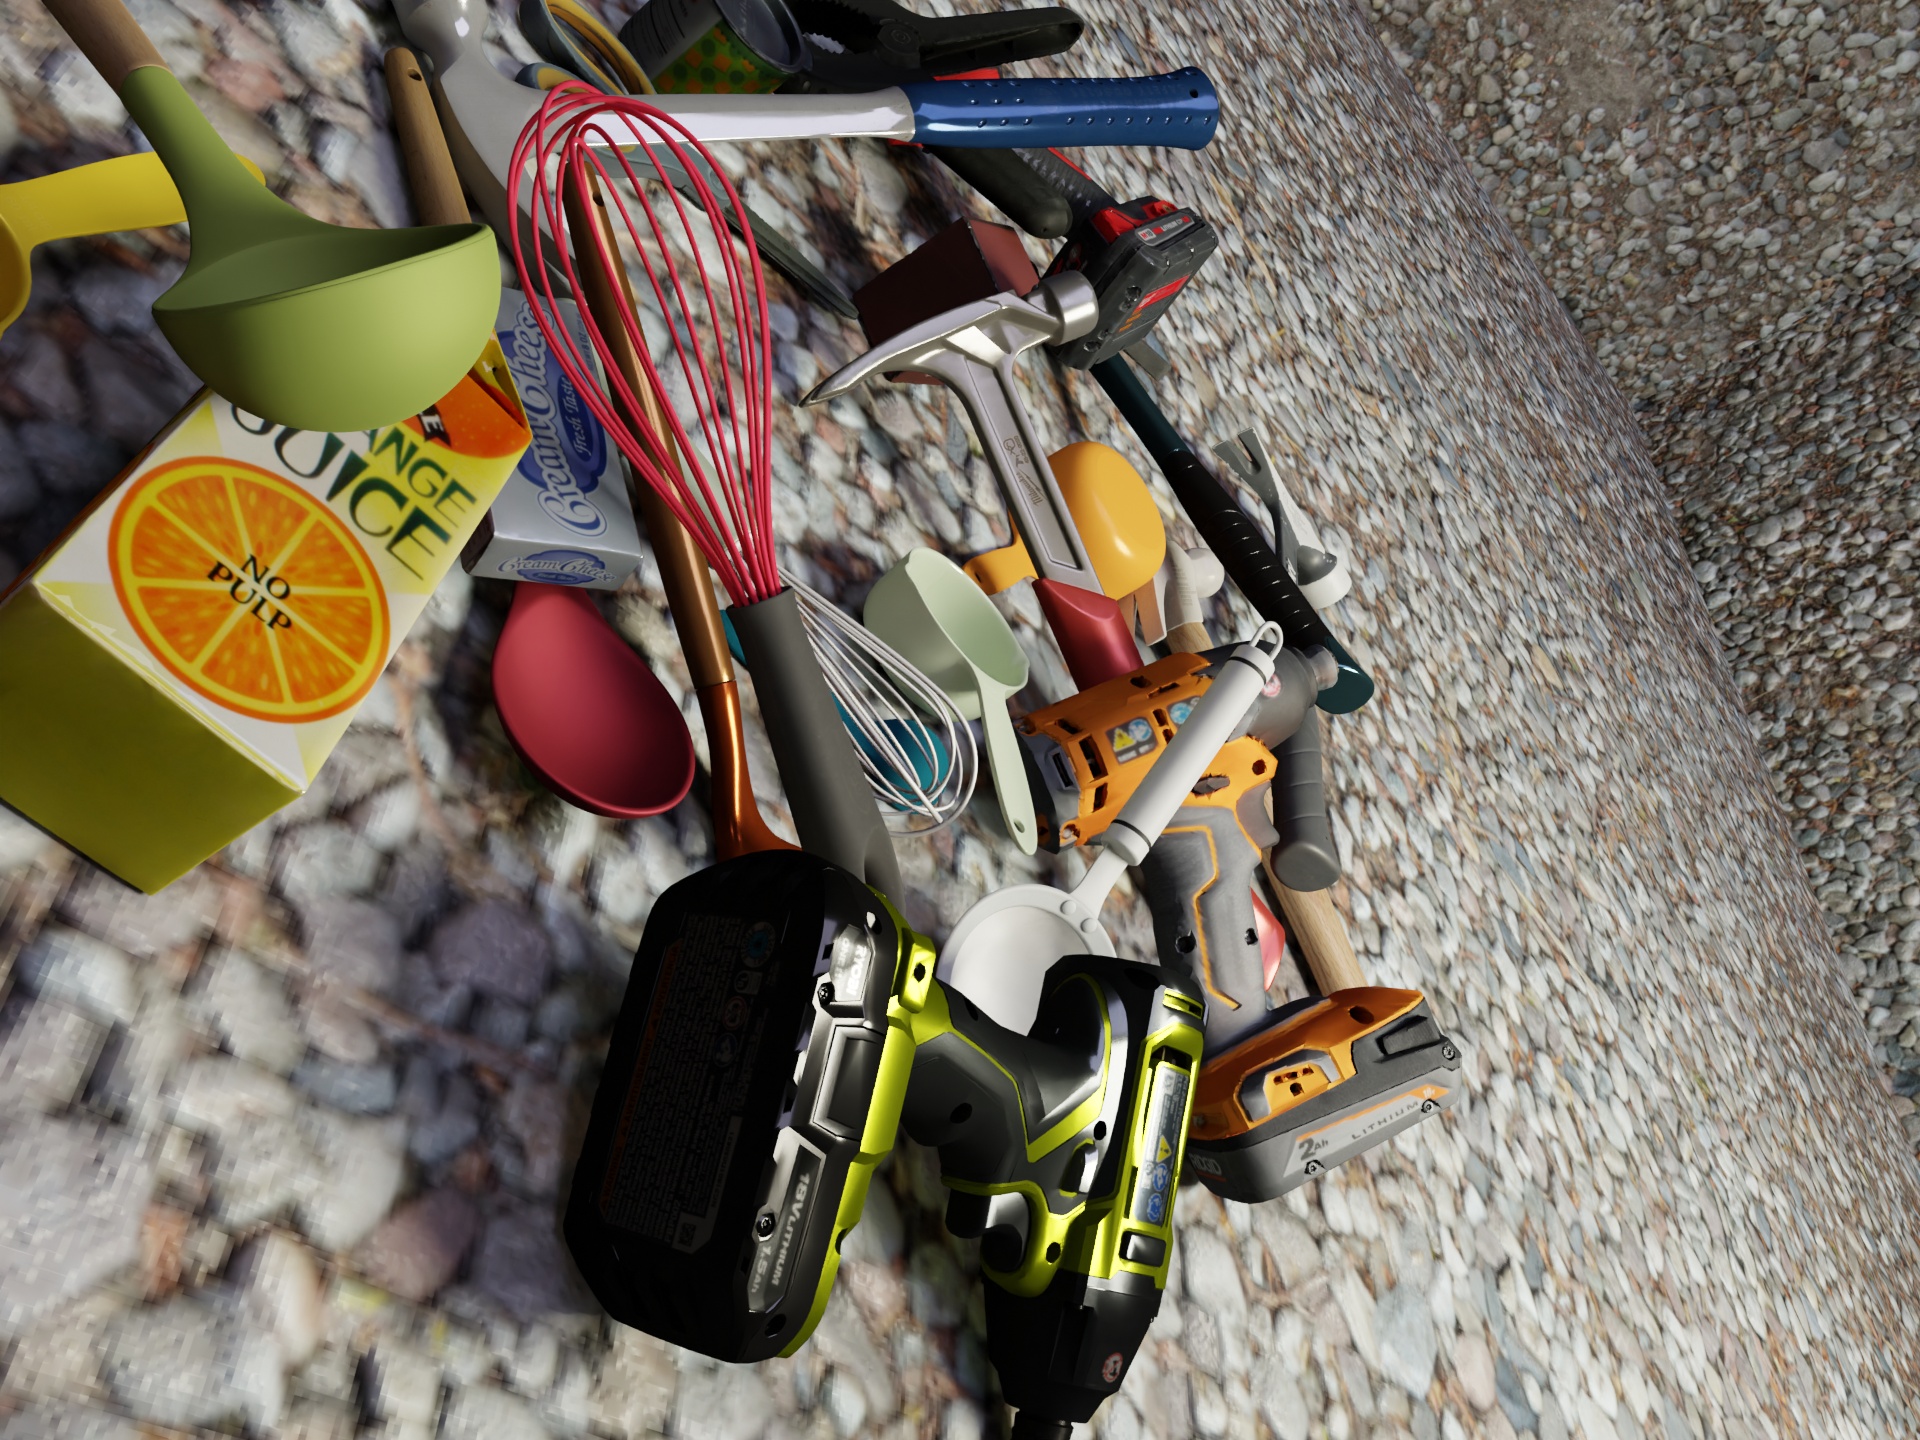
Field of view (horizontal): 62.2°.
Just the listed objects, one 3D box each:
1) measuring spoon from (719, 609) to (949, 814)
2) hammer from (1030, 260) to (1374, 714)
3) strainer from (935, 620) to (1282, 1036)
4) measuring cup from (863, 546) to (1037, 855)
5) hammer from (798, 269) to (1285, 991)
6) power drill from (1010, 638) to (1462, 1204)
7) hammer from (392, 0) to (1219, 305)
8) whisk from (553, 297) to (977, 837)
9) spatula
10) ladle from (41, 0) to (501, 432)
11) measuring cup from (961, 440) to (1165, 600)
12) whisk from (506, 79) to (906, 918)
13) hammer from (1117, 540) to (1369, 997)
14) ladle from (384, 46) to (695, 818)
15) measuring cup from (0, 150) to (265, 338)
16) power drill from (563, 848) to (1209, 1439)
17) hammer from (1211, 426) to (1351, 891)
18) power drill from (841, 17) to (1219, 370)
[{"bbox_3d":[-0.047,-0.008,0.636,0.128,0.021,0.042,40,37,-31],"label":"measuring spoon"},{"bbox_3d":[0.131,-0.138,0.913,0.128,0.033,0.331,11,42,-51],"label":"hammer"},{"bbox_3d":[0.062,0.057,0.643,0.086,0.050,0.258,44,70,-18],"label":"strainer"},{"bbox_3d":[-0.001,-0.002,0.657,0.083,0.038,0.168,34,30,-39],"label":"measuring cup"},{"bbox_3d":[0.061,-0.024,0.759,0.149,0.037,0.359,-27,100,-19],"label":"hammer"},{"bbox_3d":[0.131,0.077,0.708,0.164,0.084,0.226,-23,85,-15],"label":"power drill"},{"bbox_3d":[-0.034,-0.265,0.710,0.405,0.035,0.144,-17,82,-35],"label":"hammer"},{"bbox_3d":[-0.080,-0.058,0.597,0.246,0.059,0.058,52,8,-2],"label":"whisk"},{"bbox_3d":[-0.085,-0.038,0.554,0.081,0.041,0.322,-20,96,-58],"label":"spatula"},{"bbox_3d":[-0.223,-0.189,0.409,0.078,0.062,0.320,-29,69,-32],"label":"ladle"},{"bbox_3d":[0.054,-0.096,0.823,0.095,0.052,0.173,61,29,-2],"label":"measuring cup"},{"bbox_3d":[-0.071,-0.058,0.515,0.073,0.073,0.295,-40,115,-58],"label":"whisk"},{"bbox_3d":[0.171,0.051,0.901,0.130,0.031,0.331,-9,74,-58],"label":"hammer"},{"bbox_3d":[-0.158,-0.106,0.547,0.069,0.031,0.316,0,64,-49],"label":"ladle"},{"bbox_3d":[-0.250,-0.133,0.434,0.062,0.029,0.156,55,29,-12],"label":"measuring cup"},{"bbox_3d":[-0.006,0.143,0.505,0.223,0.080,0.171,30,67,-44],"label":"power drill"},{"bbox_3d":[0.196,-0.040,0.947,0.149,0.036,0.409,54,26,-23],"label":"hammer"},{"bbox_3d":[0.026,-0.302,0.883,0.220,0.078,0.143,44,37,5],"label":"power drill"}]
